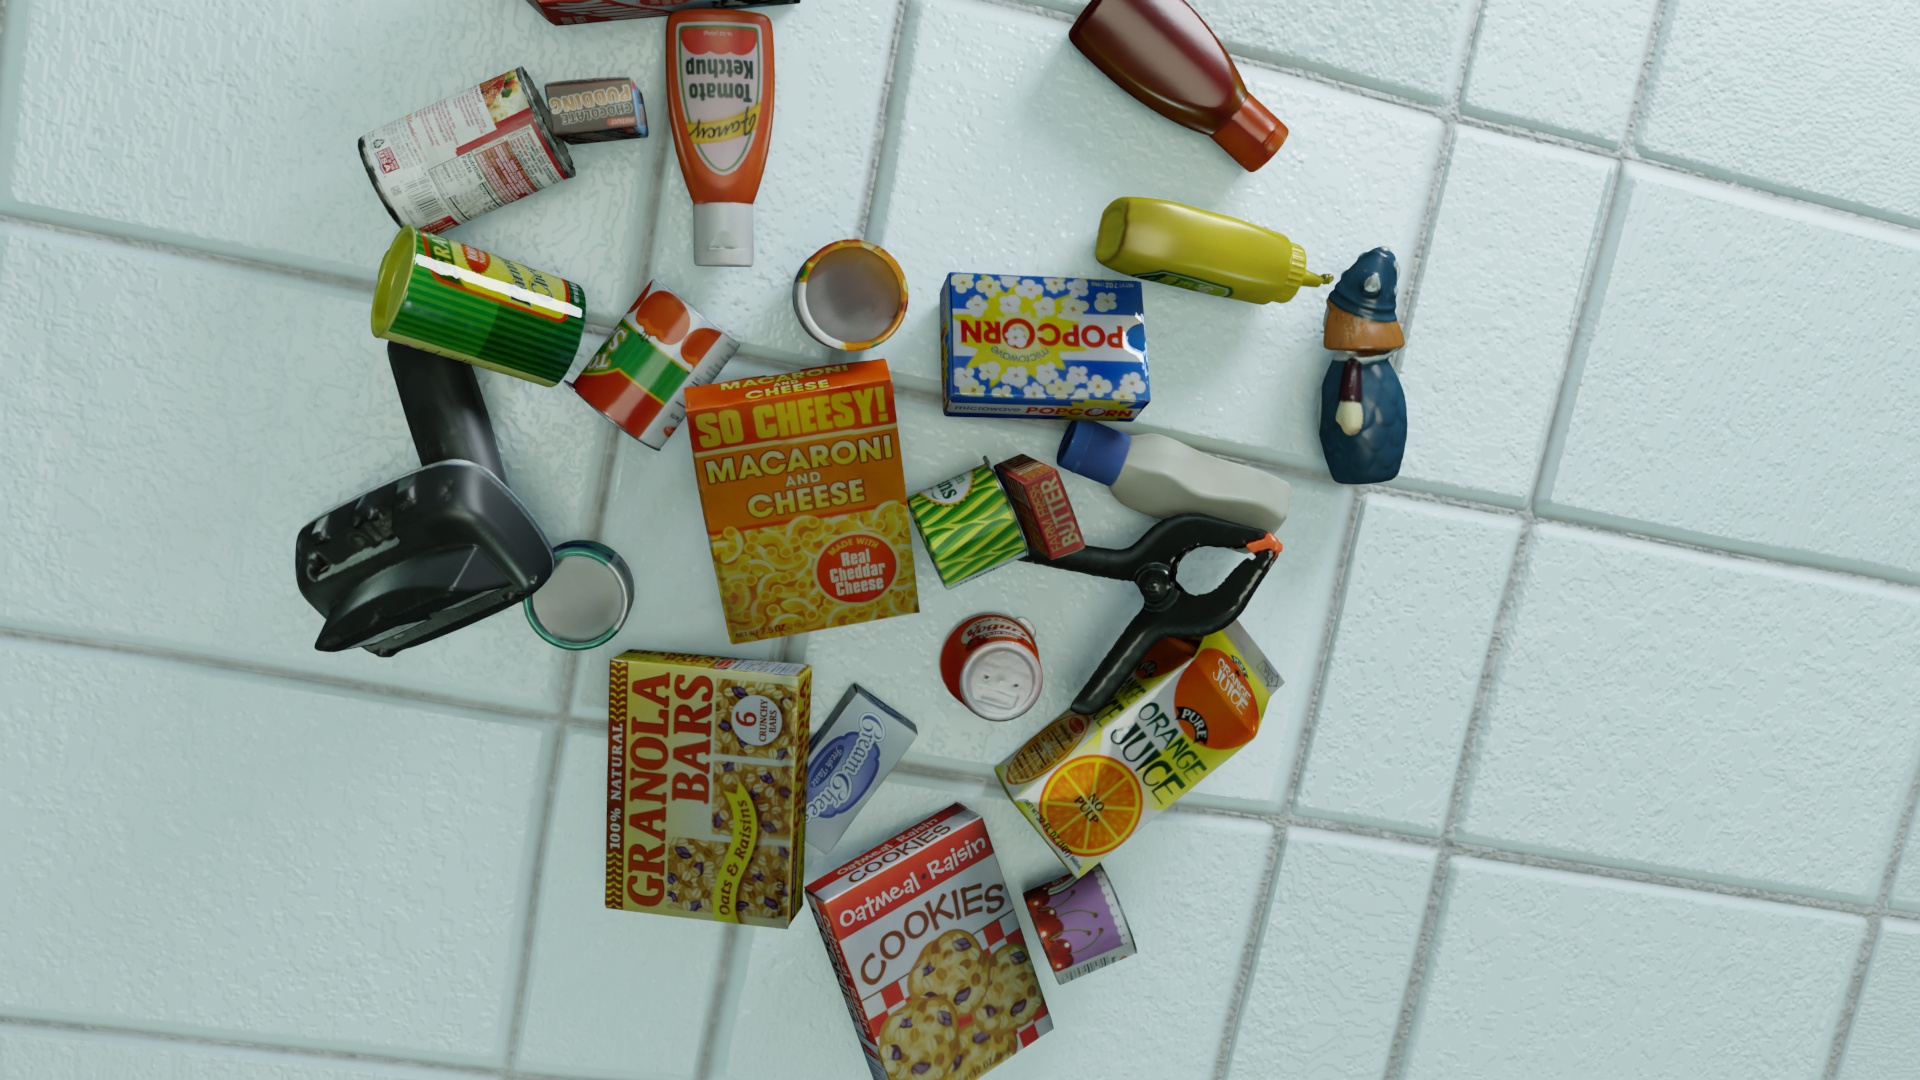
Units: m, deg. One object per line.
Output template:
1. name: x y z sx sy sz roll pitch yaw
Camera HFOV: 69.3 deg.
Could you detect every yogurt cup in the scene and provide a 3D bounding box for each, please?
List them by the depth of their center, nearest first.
1. yogurt cup: 0.023 0.086 0.913 0.072 0.054 0.072 -1 100 -8

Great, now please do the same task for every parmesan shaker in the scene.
1. parmesan shaker: -0.280 -0.136 0.810 0.103 0.071 0.071 15 97 -37

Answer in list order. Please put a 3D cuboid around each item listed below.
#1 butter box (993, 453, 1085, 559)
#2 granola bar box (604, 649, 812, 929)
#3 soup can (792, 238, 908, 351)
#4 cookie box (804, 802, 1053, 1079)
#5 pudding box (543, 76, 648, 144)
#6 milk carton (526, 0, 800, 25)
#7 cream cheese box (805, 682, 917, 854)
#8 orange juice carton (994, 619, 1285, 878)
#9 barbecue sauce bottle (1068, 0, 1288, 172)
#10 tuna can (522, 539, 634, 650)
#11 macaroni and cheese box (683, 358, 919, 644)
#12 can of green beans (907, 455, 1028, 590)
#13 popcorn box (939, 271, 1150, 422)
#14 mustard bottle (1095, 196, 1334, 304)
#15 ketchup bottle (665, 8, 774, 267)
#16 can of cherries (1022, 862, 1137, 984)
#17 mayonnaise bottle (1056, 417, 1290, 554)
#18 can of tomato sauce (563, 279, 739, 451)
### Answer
1. butter box: 0.048 -0.023 0.875 0.024 0.103 0.053 -22 101 -5
2. granola bar box: -0.162 0.157 0.890 0.124 0.039 0.165 4 98 7
3. soup can: -0.066 -0.151 0.847 0.071 0.084 0.071 -1 99 -9
4. cookie box: -0.020 0.279 0.925 0.123 0.040 0.167 -24 103 -27
5. pudding box: -0.211 -0.250 0.810 0.050 0.084 0.030 -8 103 -8
6. milk carton: -0.191 -0.346 0.804 0.191 0.072 0.073 -9 100 -8
7. cream cheese box: -0.079 0.152 0.923 0.053 0.024 0.103 36 93 -14
8. orange juice carton: 0.123 0.129 0.926 0.193 0.073 0.071 -38 102 -2
9. barbecue sauce bottle: 0.142 -0.294 0.877 0.148 0.044 0.065 38 92 -13
10. tuna can: -0.243 0.035 0.876 0.071 0.033 0.071 -1 99 -9
11. macaroni and cheese box: -0.096 -0.023 0.859 0.124 0.040 0.165 -10 121 -7
12. can of green beans: 0.004 -0.009 0.889 0.058 0.071 0.071 -24 102 -4
13. popcorn box: 0.051 -0.121 0.877 0.127 0.038 0.085 1 71 -9
14. mustard bottle: 0.169 -0.181 0.890 0.160 0.065 0.048 10 94 -14
15. ketchup bottle: -0.144 -0.241 0.842 0.065 0.043 0.148 -1 100 -9
16. can of cherries: 0.080 0.257 0.945 0.058 0.071 0.071 -22 102 -4
17. mayonnaise bottle: 0.137 -0.039 0.909 0.148 0.064 0.041 21 58 -8
18. can of tomato sauce: -0.186 -0.108 0.845 0.071 0.071 0.083 38 91 -12
